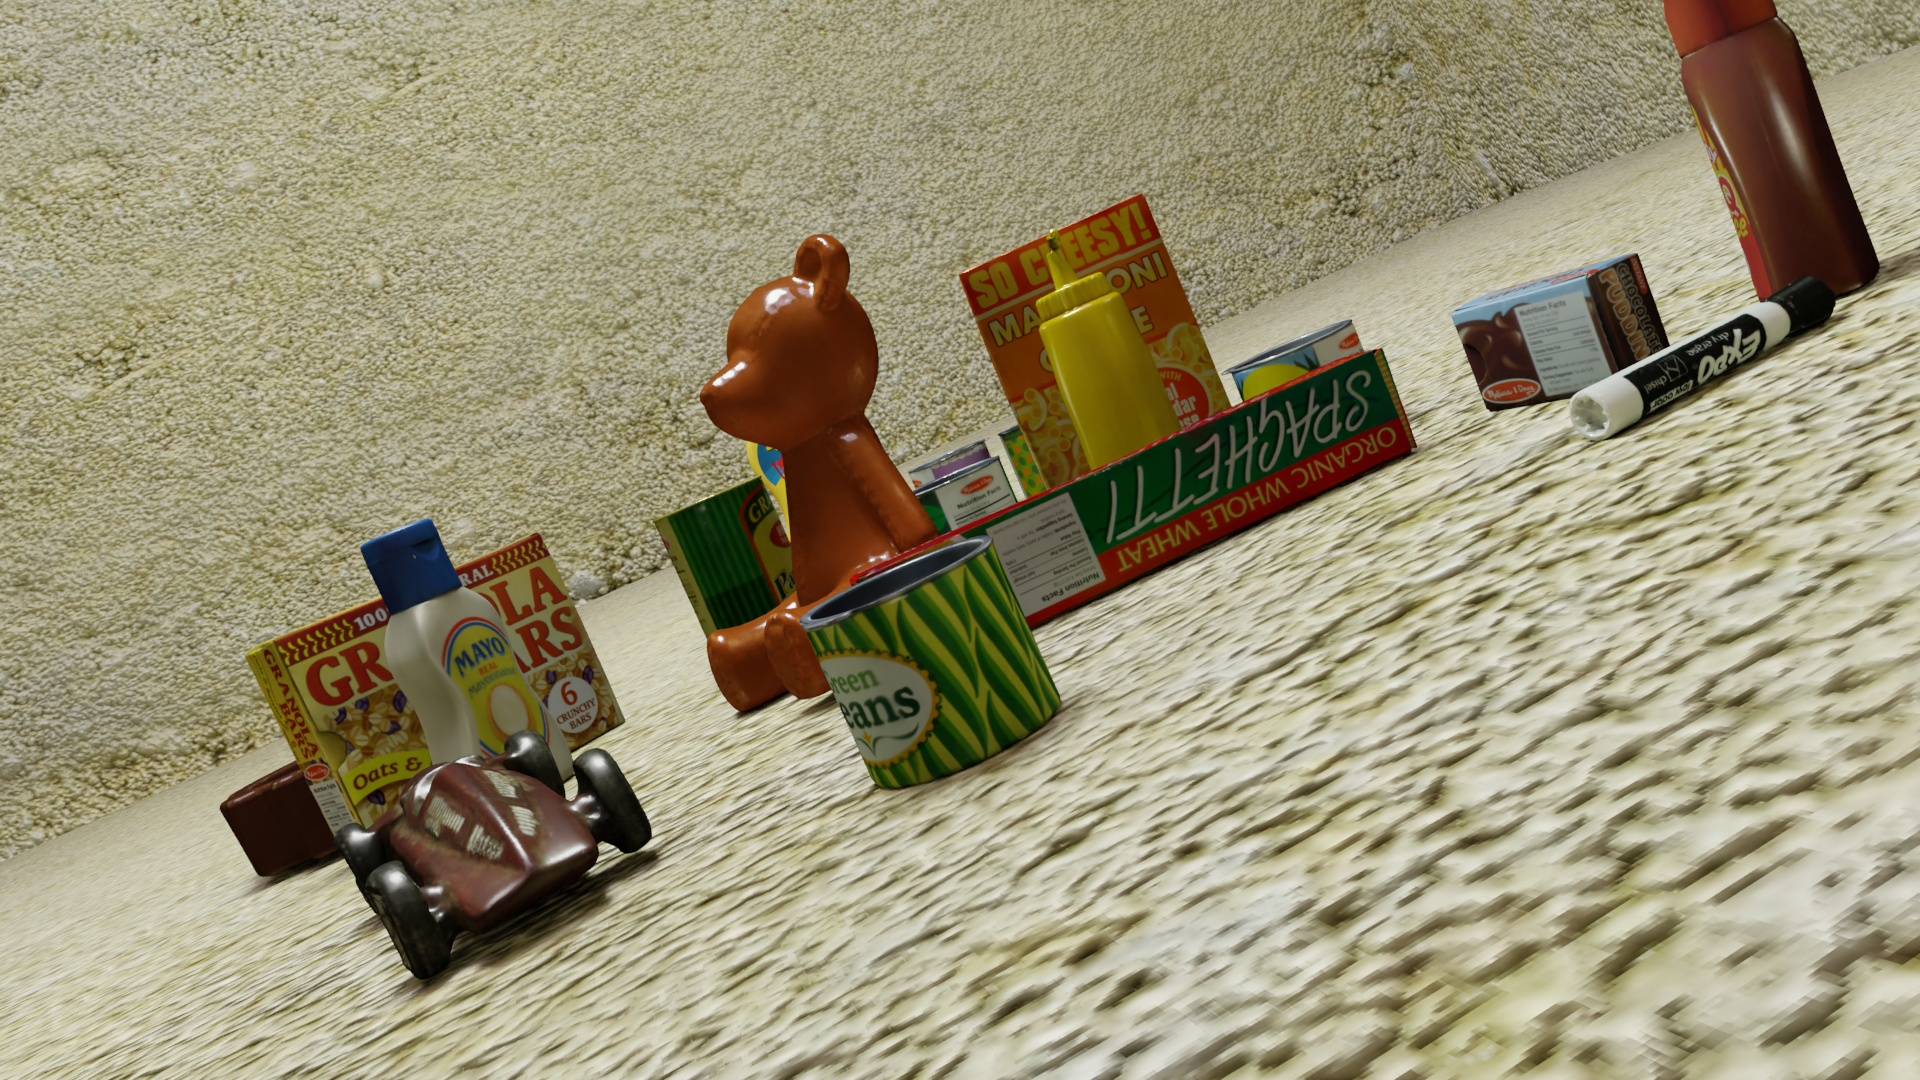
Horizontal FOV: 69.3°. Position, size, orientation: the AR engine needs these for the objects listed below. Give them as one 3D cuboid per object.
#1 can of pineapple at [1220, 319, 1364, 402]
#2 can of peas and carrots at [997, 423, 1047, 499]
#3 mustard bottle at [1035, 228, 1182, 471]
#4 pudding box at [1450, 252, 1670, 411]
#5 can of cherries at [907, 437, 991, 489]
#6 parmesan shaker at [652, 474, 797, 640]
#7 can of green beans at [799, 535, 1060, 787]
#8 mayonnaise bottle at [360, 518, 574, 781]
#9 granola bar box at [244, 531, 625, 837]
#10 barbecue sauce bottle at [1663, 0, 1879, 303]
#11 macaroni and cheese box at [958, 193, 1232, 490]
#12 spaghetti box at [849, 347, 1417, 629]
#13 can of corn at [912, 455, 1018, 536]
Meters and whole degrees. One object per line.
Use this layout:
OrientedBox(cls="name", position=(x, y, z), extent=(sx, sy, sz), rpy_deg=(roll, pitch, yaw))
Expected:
OrientedBox(cls="can of pineapple", position=(0.177, -0.073, 0.709), extent=(0.071, 0.058, 0.071), rpy_deg=(-23, 6, 3))
OrientedBox(cls="can of peas and carrots", position=(0.072, -0.069, 1.071), extent=(0.071, 0.058, 0.071), rpy_deg=(-23, 6, 3))
OrientedBox(cls="mustard bottle", position=(0.077, -0.089, 0.737), extent=(0.048, 0.160, 0.065), rpy_deg=(-21, 6, 22))
OrientedBox(cls="pudding box", position=(0.251, -0.086, 0.586), extent=(0.030, 0.049, 0.083), rpy_deg=(-25, 6, -18))
OrientedBox(cls="can of cherries", position=(0.002, -0.042, 1.093), extent=(0.071, 0.058, 0.071), rpy_deg=(-23, 6, 3))
OrientedBox(cls="parmesan shaker", position=(-0.123, 0.022, 0.792), extent=(0.071, 0.103, 0.071), rpy_deg=(-23, 6, 3))
OrientedBox(cls="can of green beans", position=(-0.009, 0.038, 0.439), extent=(0.071, 0.057, 0.071), rpy_deg=(-23, 6, 3))
OrientedBox(cls="mayonnaise bottle", position=(-0.247, 0.063, 0.686), extent=(0.041, 0.148, 0.065), rpy_deg=(-20, 6, 32))
OrientedBox(cls="granola bar box", position=(-0.280, 0.082, 0.763), extent=(0.039, 0.124, 0.166), rpy_deg=(-19, 8, 42))
OrientedBox(cls="barbecue sauce bottle", position=(0.324, -0.169, 0.562), extent=(0.043, 0.148, 0.065), rpy_deg=(-20, 6, 32))
OrientedBox(cls="macaroni and cheese box", position=(0.087, -0.110, 0.855), extent=(0.124, 0.166, 0.040), rpy_deg=(-23, 5, 5))
OrientedBox(cls="spaghetti box", position=(0.076, -0.012, 0.592), extent=(0.250, 0.050, 0.028), rpy_deg=(-24, 6, -8))
OrientedBox(cls="can of corn", position=(0.003, -0.010, 0.814), extent=(0.071, 0.058, 0.071), rpy_deg=(-23, 6, 3))
